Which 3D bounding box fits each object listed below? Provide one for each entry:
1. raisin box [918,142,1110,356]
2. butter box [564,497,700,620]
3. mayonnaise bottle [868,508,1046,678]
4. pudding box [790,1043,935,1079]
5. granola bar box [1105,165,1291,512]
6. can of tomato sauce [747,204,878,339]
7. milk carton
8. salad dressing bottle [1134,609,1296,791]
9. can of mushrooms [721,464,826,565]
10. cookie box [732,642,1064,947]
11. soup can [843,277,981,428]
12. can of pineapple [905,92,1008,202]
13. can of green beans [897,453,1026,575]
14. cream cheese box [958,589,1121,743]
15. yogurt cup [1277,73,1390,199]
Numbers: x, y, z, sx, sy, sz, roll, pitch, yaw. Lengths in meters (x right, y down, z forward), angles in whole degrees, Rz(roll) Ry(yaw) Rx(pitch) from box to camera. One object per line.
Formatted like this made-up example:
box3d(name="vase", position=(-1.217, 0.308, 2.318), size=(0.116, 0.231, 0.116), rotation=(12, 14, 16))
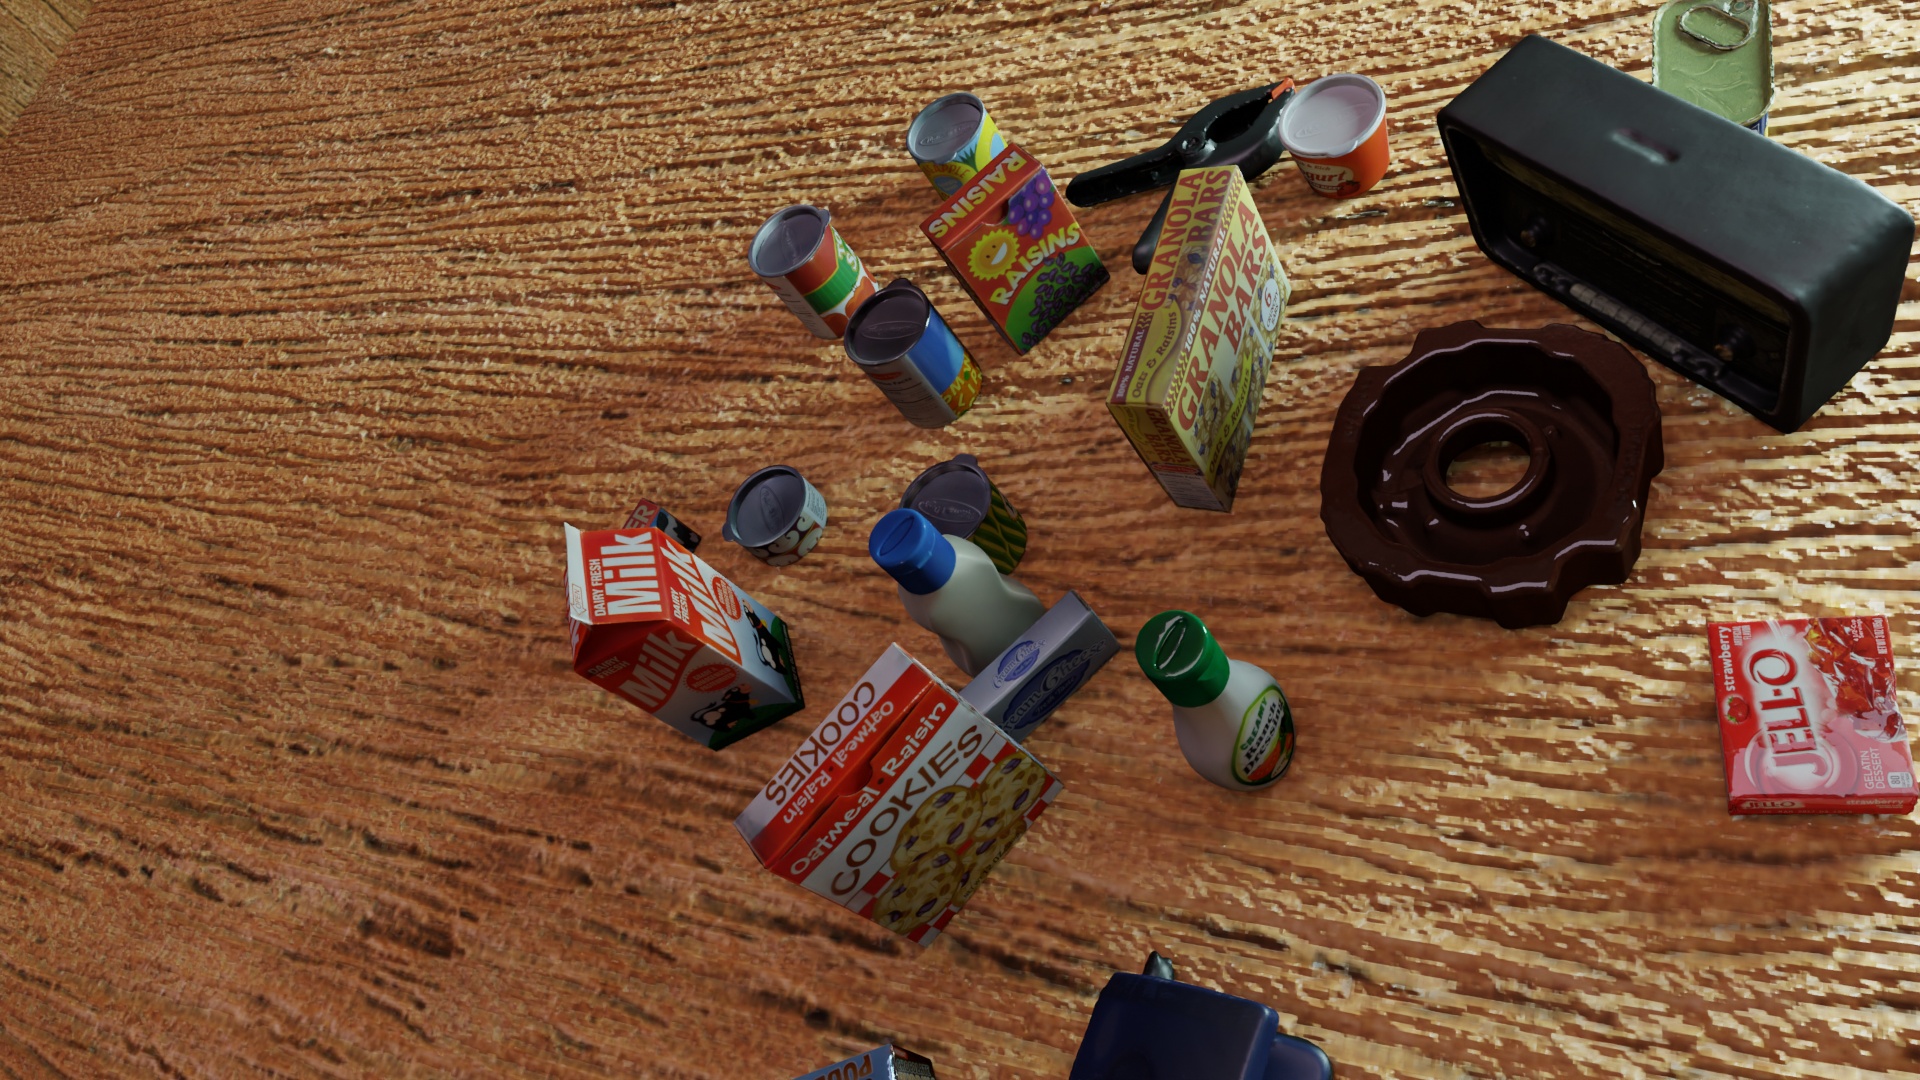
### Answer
box3d(name="raisin box", position=(0.038, -0.193, 0.935), size=(0.086, 0.123, 0.040), rotation=(-41, 51, 3))
box3d(name="butter box", position=(-0.236, 0.026, 1.005), size=(0.024, 0.053, 0.104), rotation=(21, 74, 37))
box3d(name="mayonnaise bottle", position=(-0.002, 0.030, 0.809), size=(0.065, 0.147, 0.041), rotation=(-48, 51, -3))
box3d(name="pudding box", position=(-0.059, 0.300, 0.743), size=(0.083, 0.049, 0.030), rotation=(-26, 53, 14))
box3d(name="granola bar box", position=(0.145, -0.118, 0.829), size=(0.039, 0.124, 0.166), rotation=(6, 66, 32))
box3d(name="can of tomato sauce", position=(-0.108, -0.203, 1.050), size=(0.071, 0.083, 0.071), rotation=(-14, 57, 22))
box3d(name="milk carton", position=(-0.182, 0.058, 0.867), size=(0.073, 0.190, 0.072), rotation=(-28, 53, 13))
box3d(name="salad dressing bottle", position=(0.129, 0.082, 0.704), size=(0.044, 0.147, 0.064), rotation=(21, 75, 37))
box3d(name="can of mushrooms", position=(-0.132, -0.016, 0.984), size=(0.071, 0.033, 0.071), rotation=(-14, 57, 22))
box3d(name="cookie box", position=(-0.026, 0.142, 0.743), size=(0.123, 0.167, 0.040), rotation=(-49, 51, -4))
box3d(name="soup can", position=(-0.031, -0.128, 0.961), size=(0.071, 0.083, 0.071), rotation=(-14, 57, 22))
box3d(name="can of pineapple", position=(0.000, -0.296, 1.061), size=(0.071, 0.057, 0.071), rotation=(-14, 57, 22))
box3d(name="can of green beans", position=(0.002, -0.009, 0.888), size=(0.071, 0.057, 0.071), rotation=(-14, 57, 22))
box3d(name="cream cheese box", position=(0.043, 0.080, 0.814), size=(0.104, 0.053, 0.024), rotation=(-43, 51, 1))
box3d(name="yogurt cup", position=(0.246, -0.260, 0.902), size=(0.072, 0.054, 0.073), rotation=(-14, 57, 22))
